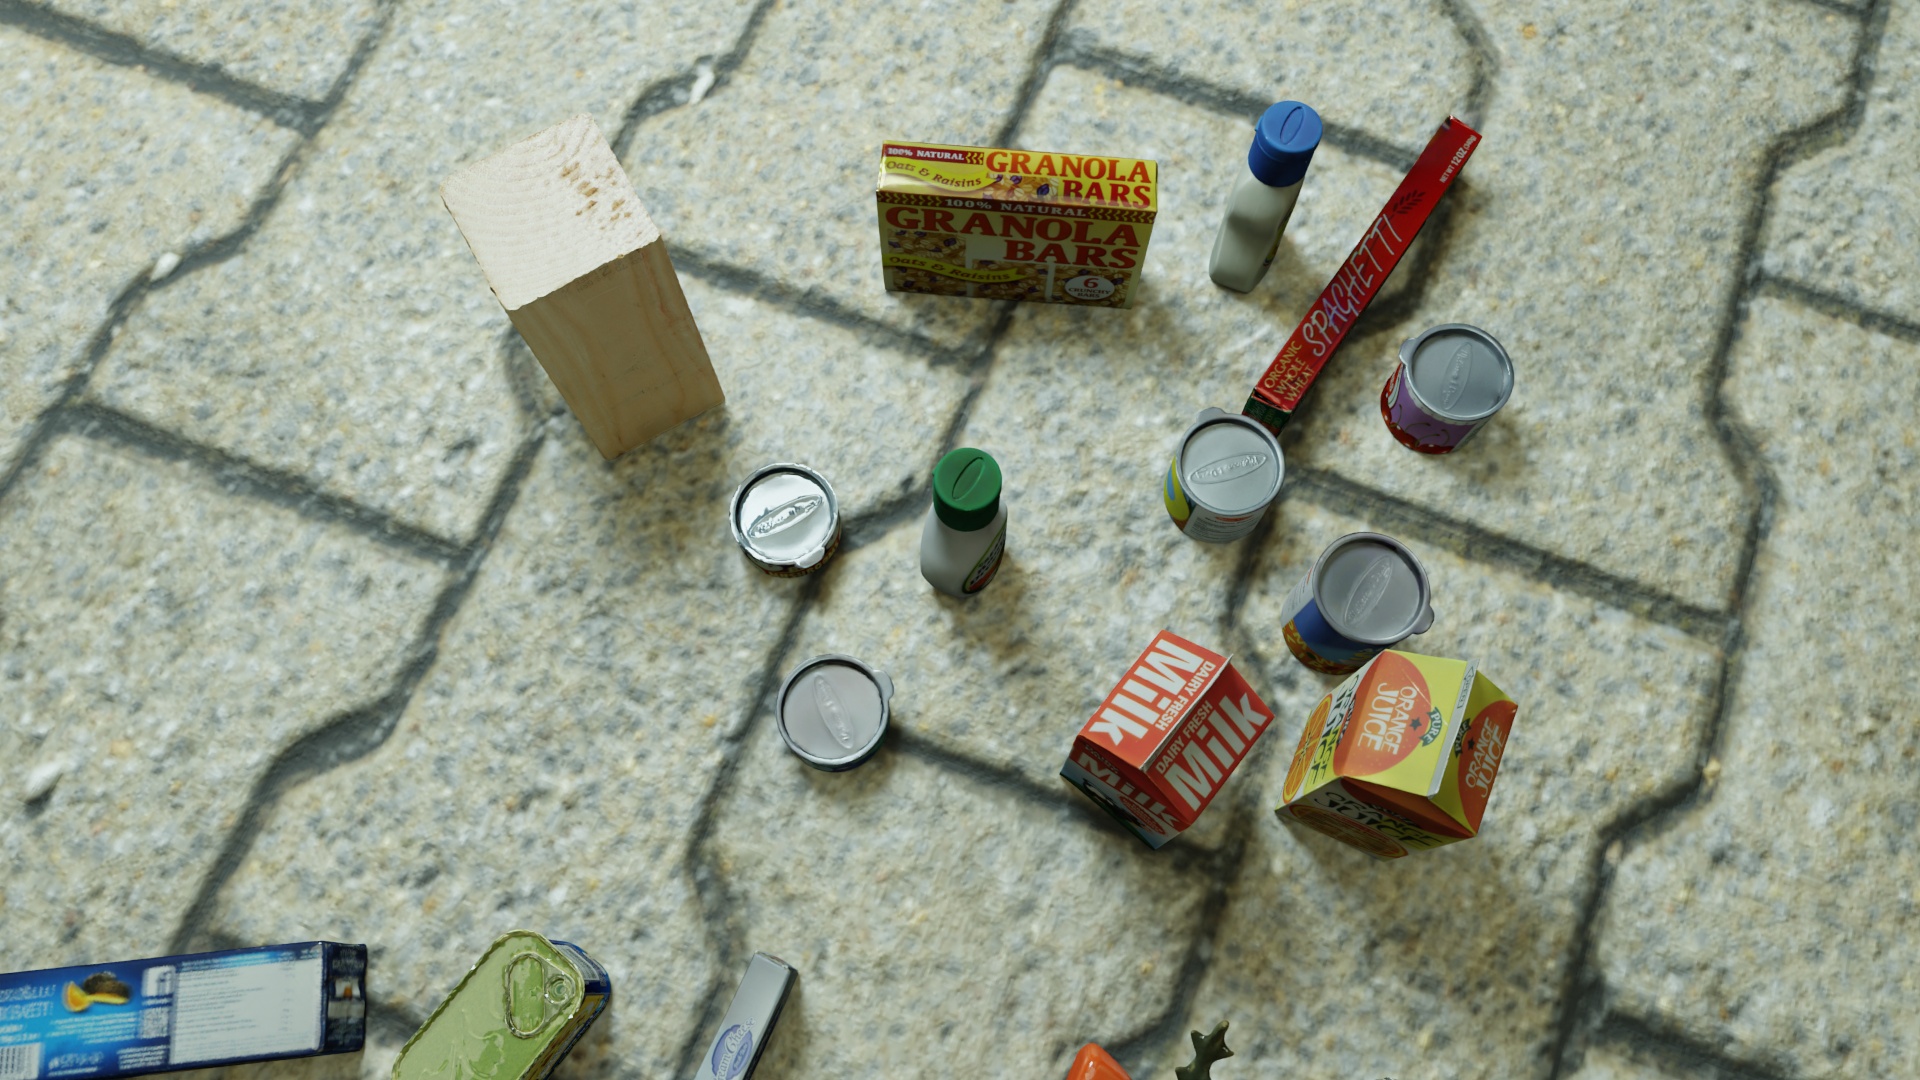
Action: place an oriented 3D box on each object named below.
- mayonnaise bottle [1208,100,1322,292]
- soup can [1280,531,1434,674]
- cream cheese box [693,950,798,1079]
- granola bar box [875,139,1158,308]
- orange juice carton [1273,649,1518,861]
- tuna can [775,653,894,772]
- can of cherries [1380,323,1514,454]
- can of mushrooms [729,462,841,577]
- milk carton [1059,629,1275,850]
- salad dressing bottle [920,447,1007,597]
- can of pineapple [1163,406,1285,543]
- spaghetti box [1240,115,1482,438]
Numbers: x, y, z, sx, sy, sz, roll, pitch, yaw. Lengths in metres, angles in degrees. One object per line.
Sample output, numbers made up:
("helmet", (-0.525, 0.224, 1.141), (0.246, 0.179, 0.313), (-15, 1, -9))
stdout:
("mayonnaise bottle", (0.190, -0.215, 0.867), (0.041, 0.147, 0.065), (25, 74, 7))
("soup can", (0.232, 0.041, 0.815), (0.071, 0.083, 0.071), (0, 72, 0))
("cream cheese box", (-0.121, 0.275, 0.750), (0.024, 0.053, 0.104), (23, 73, 7))
("granola bar box", (0.034, -0.196, 0.872), (0.166, 0.124, 0.039), (5, 72, 1))
("orange juice carton", (0.230, 0.115, 0.733), (0.073, 0.192, 0.072), (23, 73, 7))
("tuna can", (-0.072, 0.101, 0.820), (0.071, 0.032, 0.071), (0, 72, 0))
("can of cherries", (0.303, -0.096, 0.875), (0.071, 0.058, 0.071), (0, 72, 0))
("can of mushrooms", (-0.106, -0.010, 0.856), (0.071, 0.033, 0.071), (0, 72, 0))
("milk carton", (0.107, 0.107, 0.736), (0.073, 0.190, 0.072), (38, 76, 11))
("salad dressing bottle", (0.003, -0.010, 0.797), (0.044, 0.147, 0.064), (31, 75, 9))
("can of pineapple", (0.161, -0.039, 0.855), (0.071, 0.057, 0.071), (0, 72, 0))
("spaghetti box", (0.260, -0.171, 0.904), (0.029, 0.050, 0.251), (34, 75, 10))
